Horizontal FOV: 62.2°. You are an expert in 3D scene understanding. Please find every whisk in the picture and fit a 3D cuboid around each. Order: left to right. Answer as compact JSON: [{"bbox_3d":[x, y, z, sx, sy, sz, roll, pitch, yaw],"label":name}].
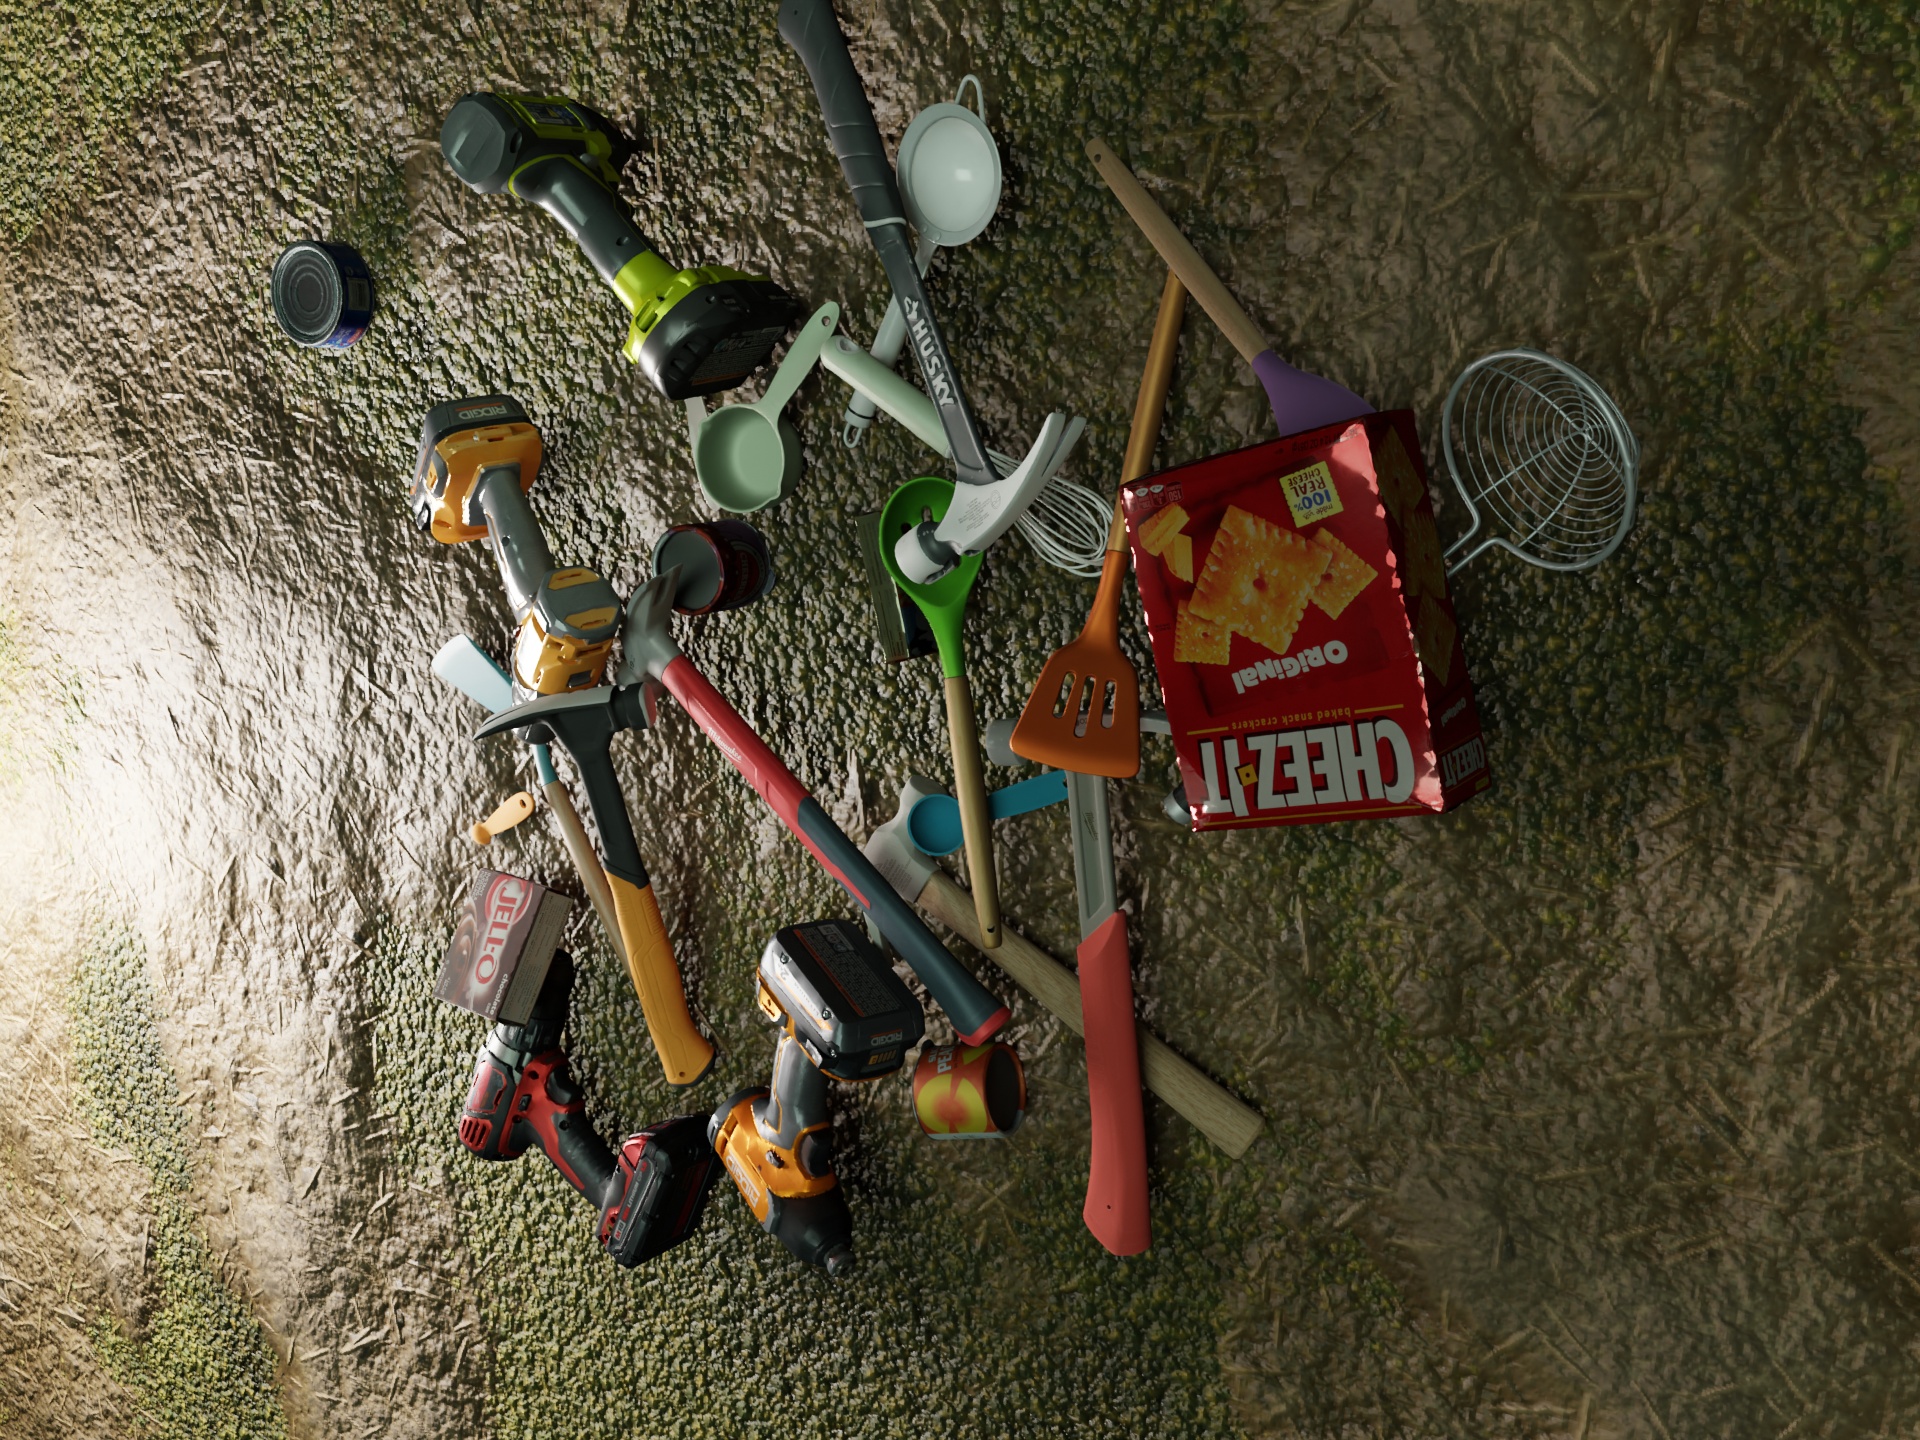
[{"bbox_3d":[0.004,-0.175,1.031,0.246,0.058,0.059,38,135,12],"label":"whisk"}]

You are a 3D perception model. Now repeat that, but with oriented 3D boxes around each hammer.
[{"bbox_3d":[-0.252,0.134,1.187,0.127,0.034,0.336,-9,114,5],"label":"hammer"},{"bbox_3d":[-0.101,0.062,1.092,0.386,0.038,0.143,47,146,12],"label":"hammer"},{"bbox_3d":[-0.039,-0.299,0.996,0.149,0.036,0.409,-32,70,39],"label":"hammer"},{"bbox_3d":[0.063,0.184,1.091,0.331,0.031,0.130,37,114,17],"label":"hammer"},{"bbox_3d":[0.103,0.171,1.029,0.149,0.036,0.359,-2,98,29],"label":"hammer"}]

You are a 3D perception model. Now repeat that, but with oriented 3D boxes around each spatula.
[{"bbox_3d":[-0.326,0.078,1.268,0.082,0.044,0.317,-26,88,50],"label":"spatula"},{"bbox_3d":[0.102,-0.127,0.972,0.081,0.041,0.322,12,93,5],"label":"spatula"},{"bbox_3d":[0.164,-0.233,0.934,0.059,0.018,0.316,-49,65,37],"label":"spatula"}]

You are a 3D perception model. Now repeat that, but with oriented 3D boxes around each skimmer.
[{"bbox_3d":[0.232,-0.056,0.921,0.363,0.090,0.127,-46,69,27],"label":"skimmer"}]

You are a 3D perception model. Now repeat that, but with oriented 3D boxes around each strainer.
[{"bbox_3d":[-0.028,-0.293,1.044,0.087,0.050,0.258,40,121,24],"label":"strainer"}]

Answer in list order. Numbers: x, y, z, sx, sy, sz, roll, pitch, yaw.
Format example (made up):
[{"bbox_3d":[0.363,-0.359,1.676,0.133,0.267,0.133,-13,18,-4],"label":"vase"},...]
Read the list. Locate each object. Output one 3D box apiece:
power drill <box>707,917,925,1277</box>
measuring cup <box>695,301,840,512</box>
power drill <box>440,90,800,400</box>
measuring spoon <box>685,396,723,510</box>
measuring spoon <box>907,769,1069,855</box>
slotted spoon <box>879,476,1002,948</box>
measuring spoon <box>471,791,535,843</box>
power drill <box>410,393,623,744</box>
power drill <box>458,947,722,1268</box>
[{"bbox_3d":[-0.101,0.275,1.134,0.164,0.084,0.226,44,126,40],"label":"power drill"},{"bbox_3d":[-0.122,-0.219,1.109,0.083,0.038,0.167,43,114,14],"label":"measuring cup"},{"bbox_3d":[-0.221,-0.328,1.075,0.223,0.171,0.080,48,117,2],"label":"power drill"},{"bbox_3d":[-0.186,-0.215,1.158,0.034,0.018,0.124,-1,106,28],"label":"measuring spoon"},{"bbox_3d":[0.026,0.057,1.076,0.128,0.021,0.042,-18,91,2],"label":"measuring spoon"},{"bbox_3d":[-0.002,-0.003,1.051,0.070,0.031,0.314,-8,94,-2],"label":"slotted spoon"},{"bbox_3d":[-0.373,0.080,1.290,0.117,0.011,0.021,-28,92,48],"label":"measuring spoon"},{"bbox_3d":[-0.334,-0.104,1.189,0.226,0.084,0.185,60,144,18],"label":"power drill"},{"bbox_3d":[-0.298,0.307,1.280,0.227,0.080,0.188,28,104,25],"label":"power drill"}]
